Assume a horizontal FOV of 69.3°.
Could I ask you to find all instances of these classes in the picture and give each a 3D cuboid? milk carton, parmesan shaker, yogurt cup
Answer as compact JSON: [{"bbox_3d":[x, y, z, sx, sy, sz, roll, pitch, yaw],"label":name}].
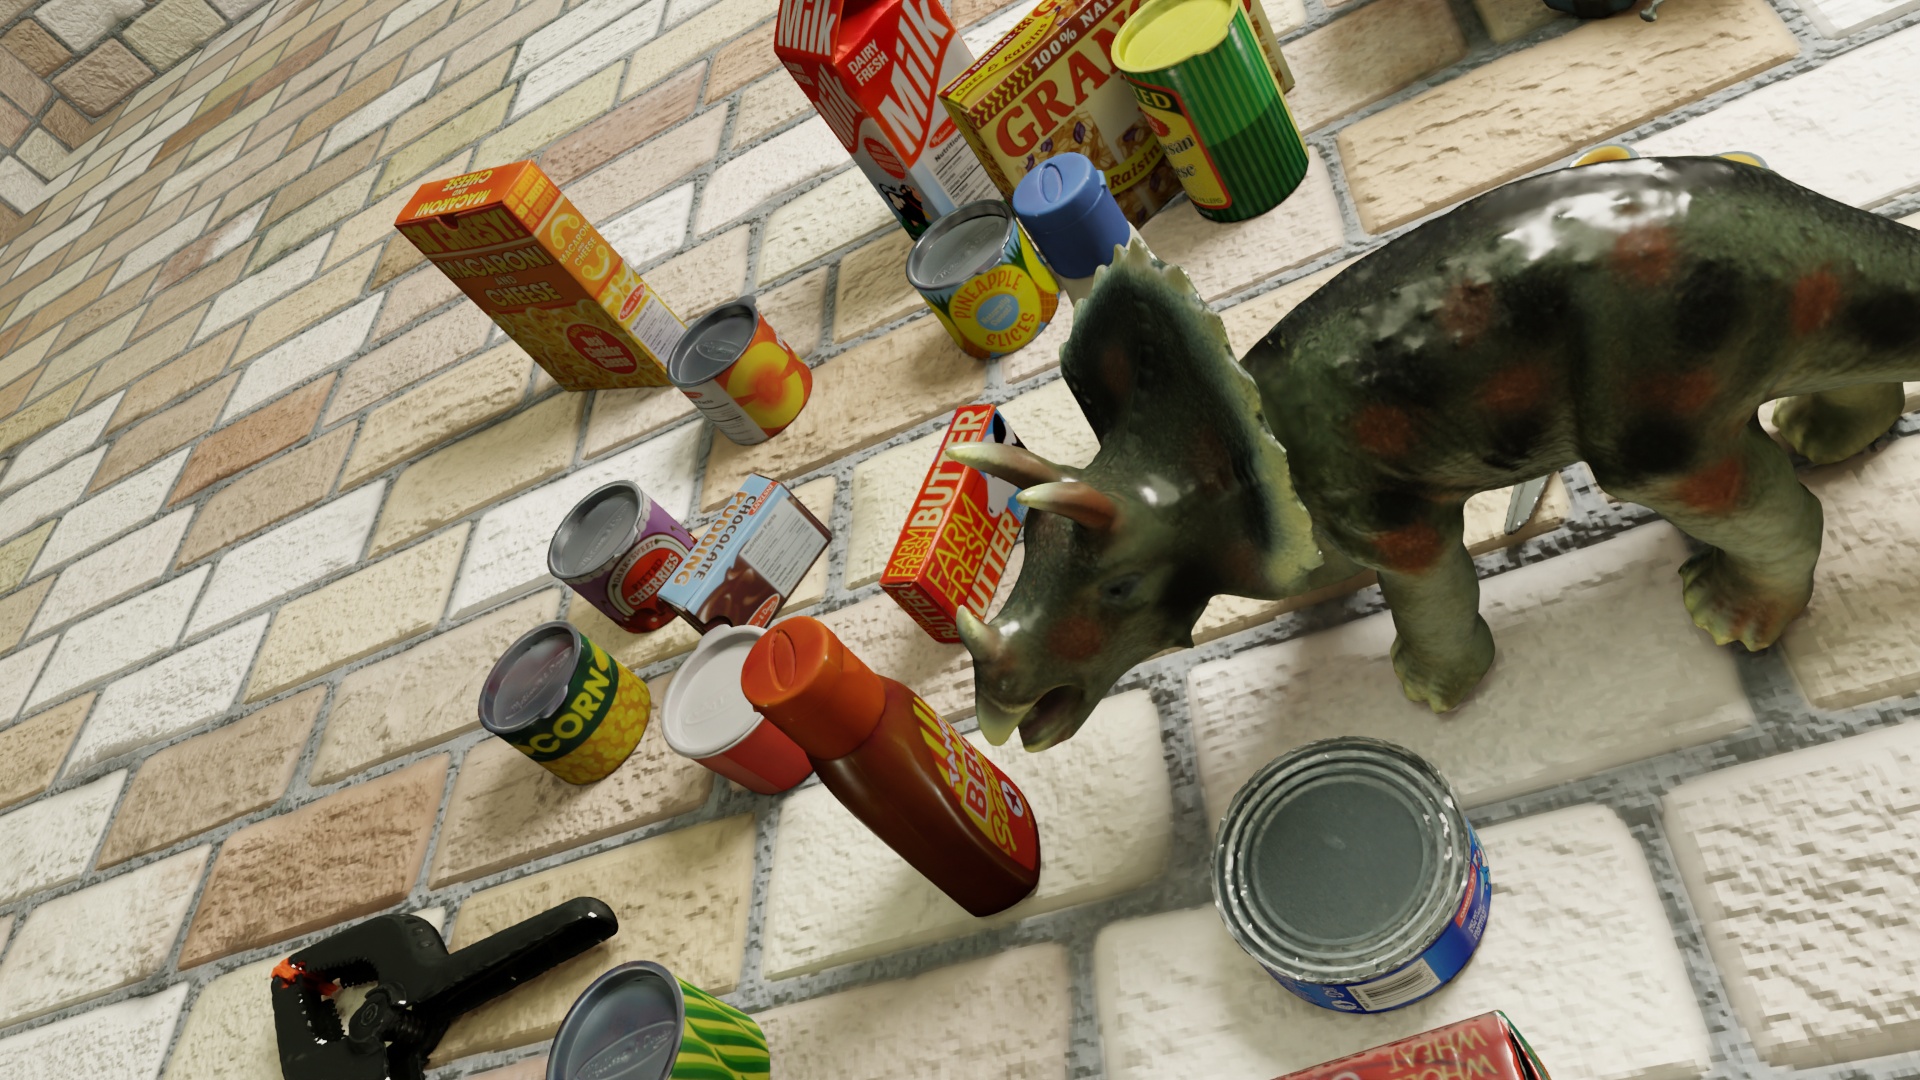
[{"bbox_3d":[-0.036,-0.257,0.791,0.073,0.190,0.072,-48,41,-8],"label":"milk carton"},{"bbox_3d":[0.129,-0.218,0.698,0.071,0.102,0.072,-21,44,22],"label":"parmesan shaker"},{"bbox_3d":[-0.095,0.081,0.641,0.072,0.053,0.073,-21,44,22],"label":"yogurt cup"}]

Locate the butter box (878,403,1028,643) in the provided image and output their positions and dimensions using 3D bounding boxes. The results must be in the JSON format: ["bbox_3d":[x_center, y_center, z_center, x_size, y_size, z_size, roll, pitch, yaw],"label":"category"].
[{"bbox_3d":[0.002,-0.008,0.647,0.024,0.053,0.104,0,55,38],"label":"butter box"}]

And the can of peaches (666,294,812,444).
[{"bbox_3d":[-0.129,-0.101,0.825,0.071,0.058,0.071,-21,44,22],"label":"can of peaches"}]

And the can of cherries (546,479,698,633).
[{"bbox_3d":[-0.182,0.011,0.766,0.071,0.058,0.072,-21,44,22],"label":"can of cherries"}]

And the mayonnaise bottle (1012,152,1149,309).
[{"bbox_3d":[0.072,-0.101,0.603,0.041,0.147,0.065,-25,43,19],"label":"mayonnaise bottle"}]

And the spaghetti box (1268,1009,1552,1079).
[{"bbox_3d":[0.057,0.200,0.423,0.249,0.050,0.029,-25,43,18],"label":"spaghetti box"}]

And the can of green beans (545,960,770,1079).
[{"bbox_3d":[-0.117,0.207,0.543,0.071,0.057,0.071,-21,44,22],"label":"can of green beans"}]

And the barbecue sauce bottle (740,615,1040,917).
[{"bbox_3d":[-0.023,0.082,0.513,0.043,0.148,0.065,-31,42,12],"label":"barbecue sauce bottle"}]

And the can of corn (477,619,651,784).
[{"bbox_3d":[-0.201,0.085,0.715,0.071,0.058,0.071,-21,44,22],"label":"can of corn"}]

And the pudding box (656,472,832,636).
[{"bbox_3d":[-0.111,0.013,0.717,0.030,0.049,0.084,18,67,45],"label":"pudding box"}]

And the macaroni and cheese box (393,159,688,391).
[{"bbox_3d":[-0.267,-0.165,0.905,0.123,0.166,0.040,2,56,39],"label":"macaroni and cheese box"}]

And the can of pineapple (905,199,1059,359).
[{"bbox_3d":[0.013,-0.140,0.752,0.071,0.057,0.071,-21,44,22],"label":"can of pineapple"}]

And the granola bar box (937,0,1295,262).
[{"bbox_3d":[0.085,-0.239,0.734,0.165,0.124,0.039,-43,40,-2],"label":"granola bar box"}]
